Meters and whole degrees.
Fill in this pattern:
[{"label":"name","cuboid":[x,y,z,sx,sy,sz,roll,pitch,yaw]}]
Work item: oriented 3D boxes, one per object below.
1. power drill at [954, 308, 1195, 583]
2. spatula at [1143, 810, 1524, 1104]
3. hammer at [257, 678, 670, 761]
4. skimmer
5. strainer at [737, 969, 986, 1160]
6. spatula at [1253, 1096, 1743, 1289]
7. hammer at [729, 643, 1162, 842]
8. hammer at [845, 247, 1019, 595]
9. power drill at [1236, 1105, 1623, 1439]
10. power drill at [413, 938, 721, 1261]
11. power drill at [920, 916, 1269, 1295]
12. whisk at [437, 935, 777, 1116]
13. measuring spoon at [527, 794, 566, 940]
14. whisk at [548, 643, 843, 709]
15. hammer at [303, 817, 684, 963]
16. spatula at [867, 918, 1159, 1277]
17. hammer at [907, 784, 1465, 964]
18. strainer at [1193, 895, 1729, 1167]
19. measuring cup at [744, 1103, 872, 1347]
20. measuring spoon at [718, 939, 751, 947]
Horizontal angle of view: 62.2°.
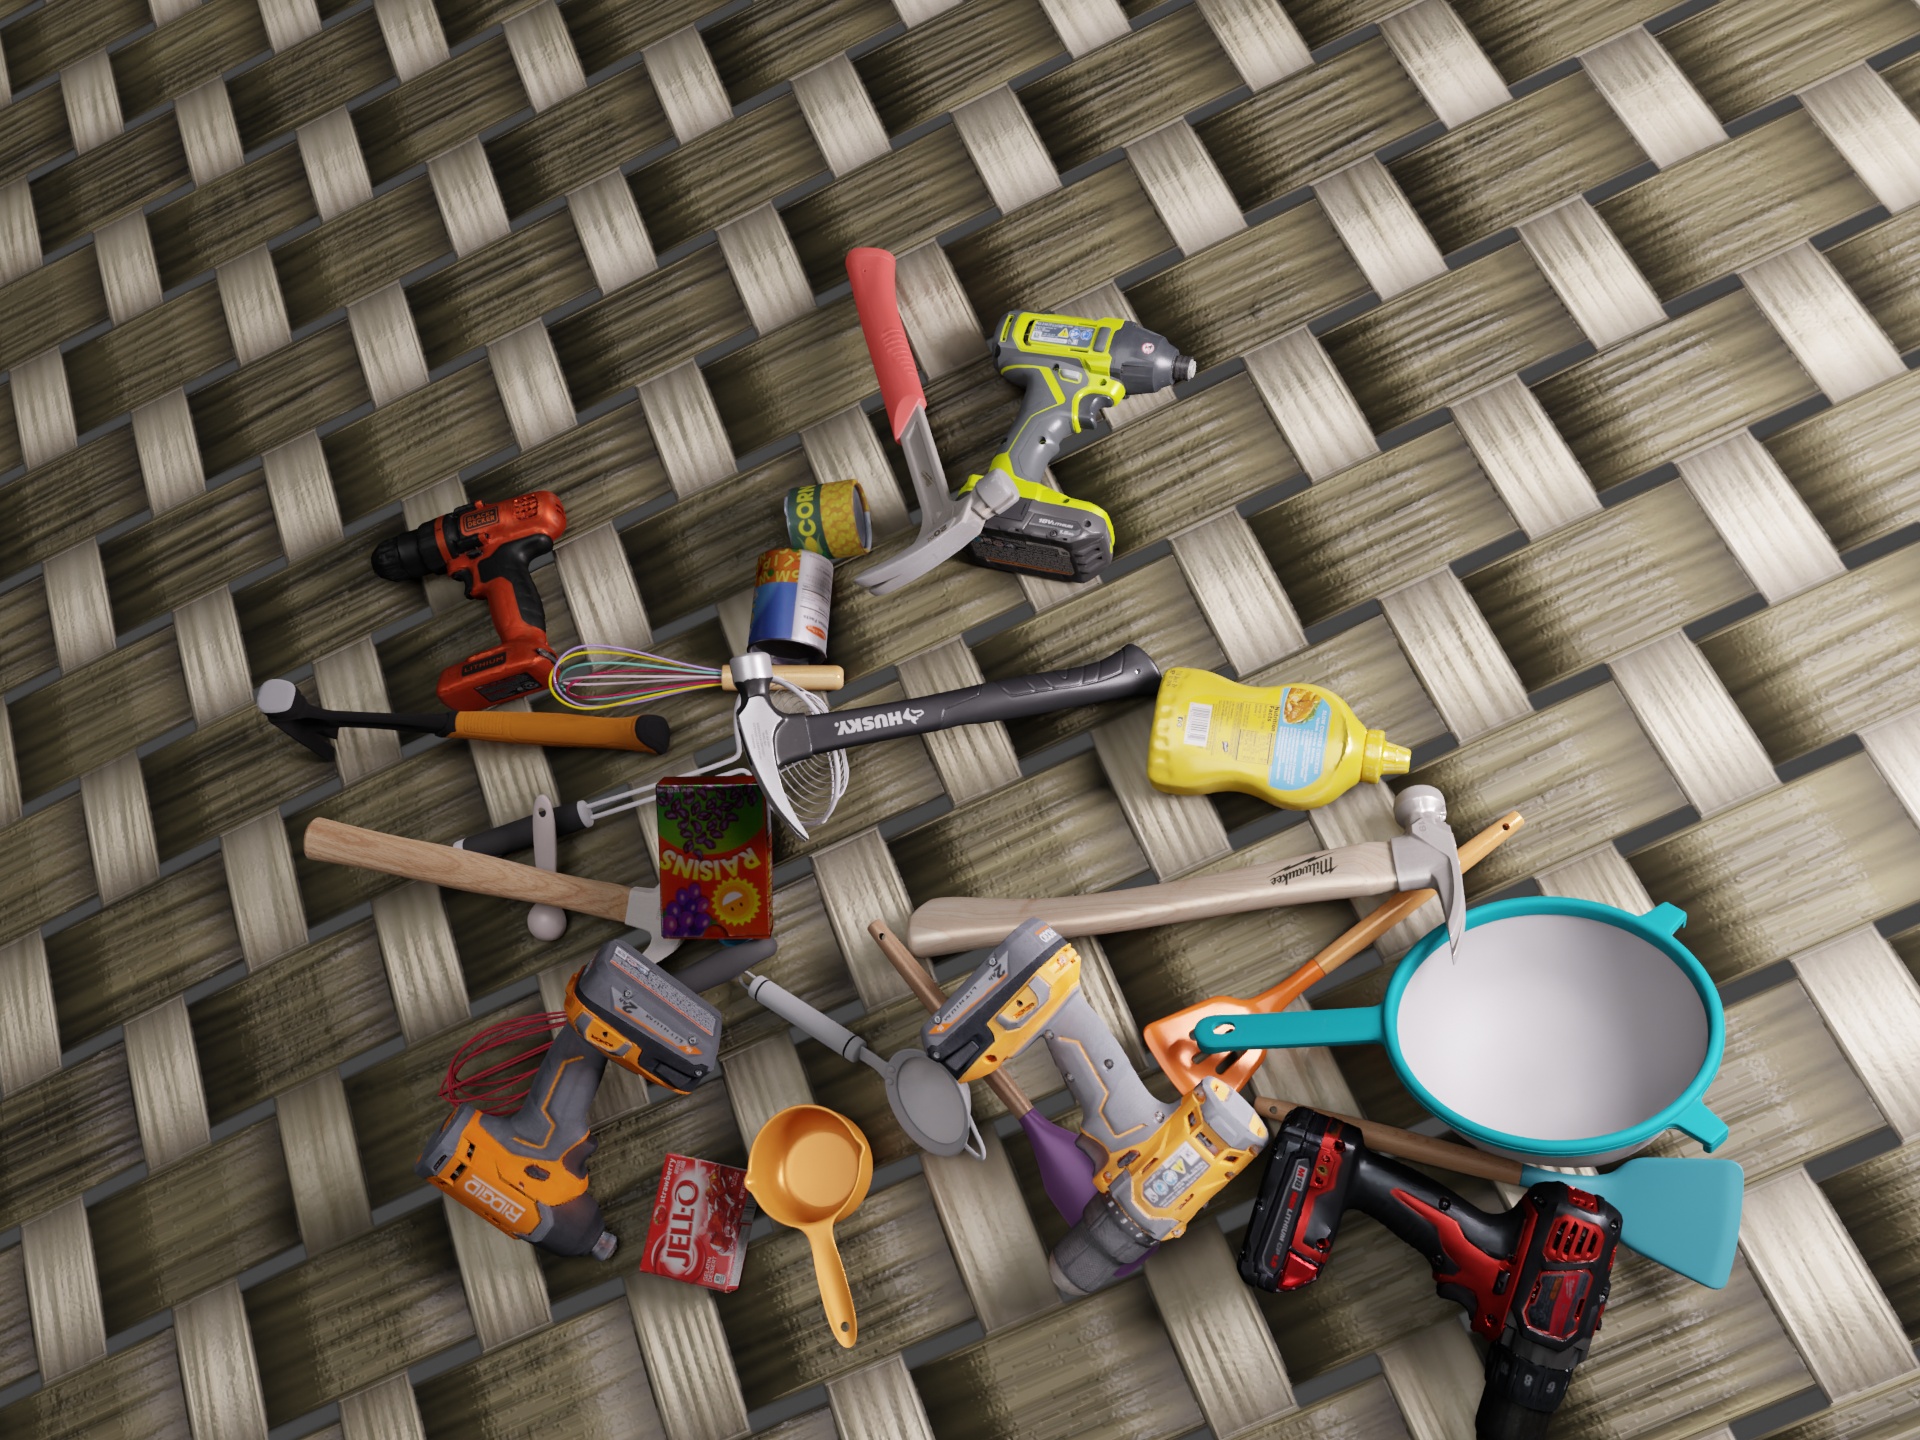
[{"label":"power drill","cuboid":[0.090,-0.235,1.326,0.171,0.080,0.223,12,72,18]},{"label":"spatula","cuboid":[0.282,0.165,1.158,0.322,0.041,0.081,-37,74,-2]},{"label":"hammer","cuboid":[-0.415,0.008,1.365,0.337,0.127,0.034,3,70,4]},{"label":"skimmer","cuboid":[-0.262,0.064,1.299,0.363,0.090,0.127,-18,97,9]},{"label":"strainer","cuboid":[-0.073,0.253,1.215,0.259,0.050,0.086,27,123,26]},{"label":"spatula","cuboid":[0.358,0.303,1.091,0.317,0.044,0.082,11,81,18]},{"label":"hammer","cuboid":[-0.002,-0.004,1.229,0.334,0.035,0.146,-10,84,-13]},{"label":"hammer","cuboid":[-0.057,-0.274,1.354,0.149,0.036,0.359,-32,52,21]},{"label":"power drill","cuboid":[0.303,0.372,1.055,0.227,0.080,0.188,17,94,17]},{"label":"power drill","cuboid":[-0.279,0.297,1.199,0.164,0.084,0.226,39,97,-10]},{"label":"power drill","cuboid":[0.075,0.275,1.119,0.226,0.084,0.185,44,103,10]},{"label":"whisk","cuboid":[-0.279,0.237,1.256,0.296,0.073,0.073,-25,67,3]},{"label":"measuring spoon","cuboid":[-0.346,0.123,1.311,0.034,0.018,0.124,2,98,17]},{"label":"whisk","cuboid":[-0.220,-0.032,1.329,0.245,0.051,0.047,0,39,-2]},{"label":"hammer","cuboid":[-0.377,0.130,1.295,0.331,0.031,0.130,10,92,8]},{"label":"spatula","cuboid":[0.034,0.270,1.179,0.060,0.018,0.316,-41,75,-1]},{"label":"hammer","cuboid":[0.158,0.140,1.174,0.410,0.038,0.146,-10,40,14]},{"label":"strainer","cuboid":[0.335,0.231,1.087,0.340,0.095,0.211,-7,39,20]},{"label":"measuring cup","cuboid":[-0.098,0.372,1.175,0.095,0.052,0.174,-20,70,7]},{"label":"measuring spoon","cuboid":[-0.217,0.158,1.299,0.129,0.021,0.042,5,87,24]}]
